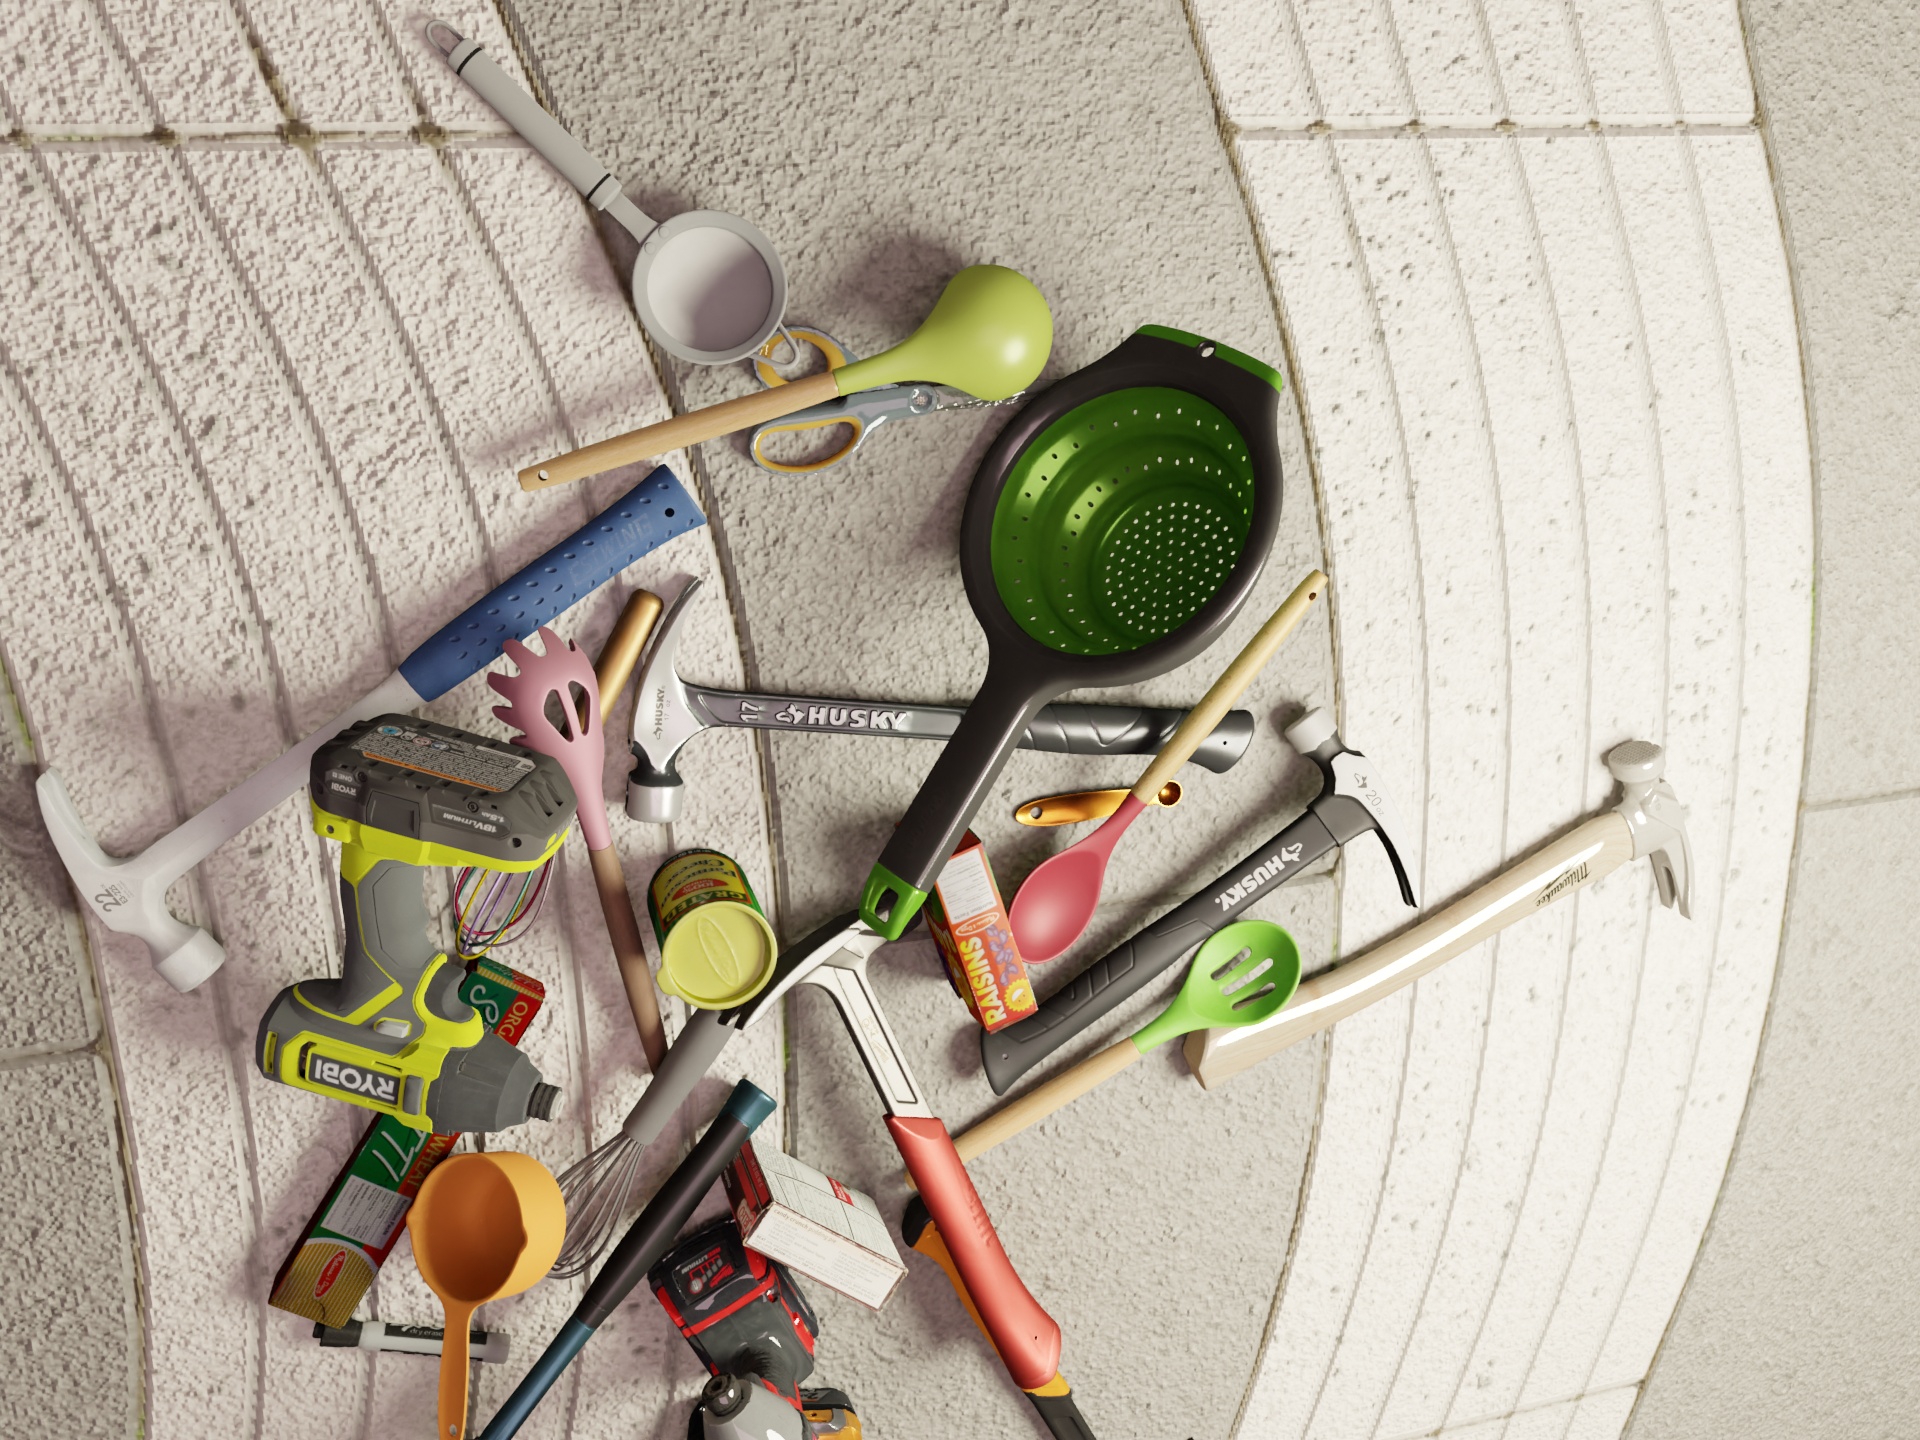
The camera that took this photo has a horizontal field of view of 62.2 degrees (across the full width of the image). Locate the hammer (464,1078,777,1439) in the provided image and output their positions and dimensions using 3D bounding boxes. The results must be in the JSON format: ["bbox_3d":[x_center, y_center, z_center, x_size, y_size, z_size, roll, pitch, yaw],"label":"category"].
[{"bbox_3d":[-0.228,0.367,1.009,0.033,0.128,0.331,38,83,-1],"label":"hammer"}]

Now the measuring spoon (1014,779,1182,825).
[{"bbox_3d":[0.092,0.055,1.065,0.117,0.011,0.021,-8,107,-11],"label":"measuring spoon"}]

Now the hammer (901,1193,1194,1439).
[{"bbox_3d":[0.059,0.462,1.147,0.127,0.034,0.336,-32,110,-6],"label":"hammer"}]

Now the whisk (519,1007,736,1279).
[{"bbox_3d":[-0.204,0.256,0.999,0.055,0.055,0.239,33,98,-21],"label":"whisk"}]

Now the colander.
[{"bbox_3d":[0.067,-0.038,0.959,0.397,0.205,0.094,-59,146,1],"label":"colander"}]

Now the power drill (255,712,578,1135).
[{"bbox_3d":[-0.291,0.122,0.883,0.171,0.080,0.223,15,111,2],"label":"power drill"}]

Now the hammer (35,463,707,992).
[{"bbox_3d":[-0.325,-0.018,0.908,0.405,0.035,0.144,-37,111,-5],"label":"hammer"}]

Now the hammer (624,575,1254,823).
[{"bbox_3d":[-0.002,-0.003,1.009,0.408,0.036,0.149,3,102,-18],"label":"hammer"}]

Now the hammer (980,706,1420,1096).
[{"bbox_3d":[0.153,0.145,1.074,0.335,0.035,0.146,-36,86,0],"label":"hammer"}]

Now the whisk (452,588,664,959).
[{"bbox_3d":[-0.239,0.033,0.949,0.047,0.051,0.245,27,91,-42],"label":"whisk"}]

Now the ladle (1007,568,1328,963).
[{"bbox_3d":[0.131,0.030,1.024,0.069,0.031,0.315,29,105,-37],"label":"ladle"}]

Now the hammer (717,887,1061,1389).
[{"bbox_3d":[-0.024,0.295,1.038,0.149,0.037,0.359,-34,109,-33],"label":"hammer"}]

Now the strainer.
[{"bbox_3d":[-0.189,-0.286,0.877,0.258,0.050,0.087,43,84,-16],"label":"strainer"}]

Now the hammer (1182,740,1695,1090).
[{"bbox_3d":[0.351,0.166,1.156,0.410,0.038,0.146,-26,111,-8],"label":"hammer"}]

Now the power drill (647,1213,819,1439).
[{"bbox_3d":[-0.128,0.407,0.977,0.078,0.220,0.143,-30,111,-7],"label":"power drill"}]

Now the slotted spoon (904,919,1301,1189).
[{"bbox_3d":[0.098,0.236,1.099,0.314,0.070,0.031,-31,154,-2],"label":"slotted spoon"}]

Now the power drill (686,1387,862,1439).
[{"bbox_3d":[-0.128,0.525,1.004,0.185,0.226,0.084,4,103,-17],"label":"power drill"}]

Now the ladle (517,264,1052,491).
[{"bbox_3d":[-0.098,-0.187,0.917,0.320,0.062,0.078,-18,106,-4],"label":"ladle"}]

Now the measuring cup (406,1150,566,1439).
[{"bbox_3d":[-0.286,0.348,0.962,0.095,0.052,0.174,0,83,26],"label":"measuring cup"}]

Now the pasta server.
[{"bbox_3d":[-0.213,0.092,0.949,0.060,0.040,0.316,-27,126,-30],"label":"pasta server"}]
